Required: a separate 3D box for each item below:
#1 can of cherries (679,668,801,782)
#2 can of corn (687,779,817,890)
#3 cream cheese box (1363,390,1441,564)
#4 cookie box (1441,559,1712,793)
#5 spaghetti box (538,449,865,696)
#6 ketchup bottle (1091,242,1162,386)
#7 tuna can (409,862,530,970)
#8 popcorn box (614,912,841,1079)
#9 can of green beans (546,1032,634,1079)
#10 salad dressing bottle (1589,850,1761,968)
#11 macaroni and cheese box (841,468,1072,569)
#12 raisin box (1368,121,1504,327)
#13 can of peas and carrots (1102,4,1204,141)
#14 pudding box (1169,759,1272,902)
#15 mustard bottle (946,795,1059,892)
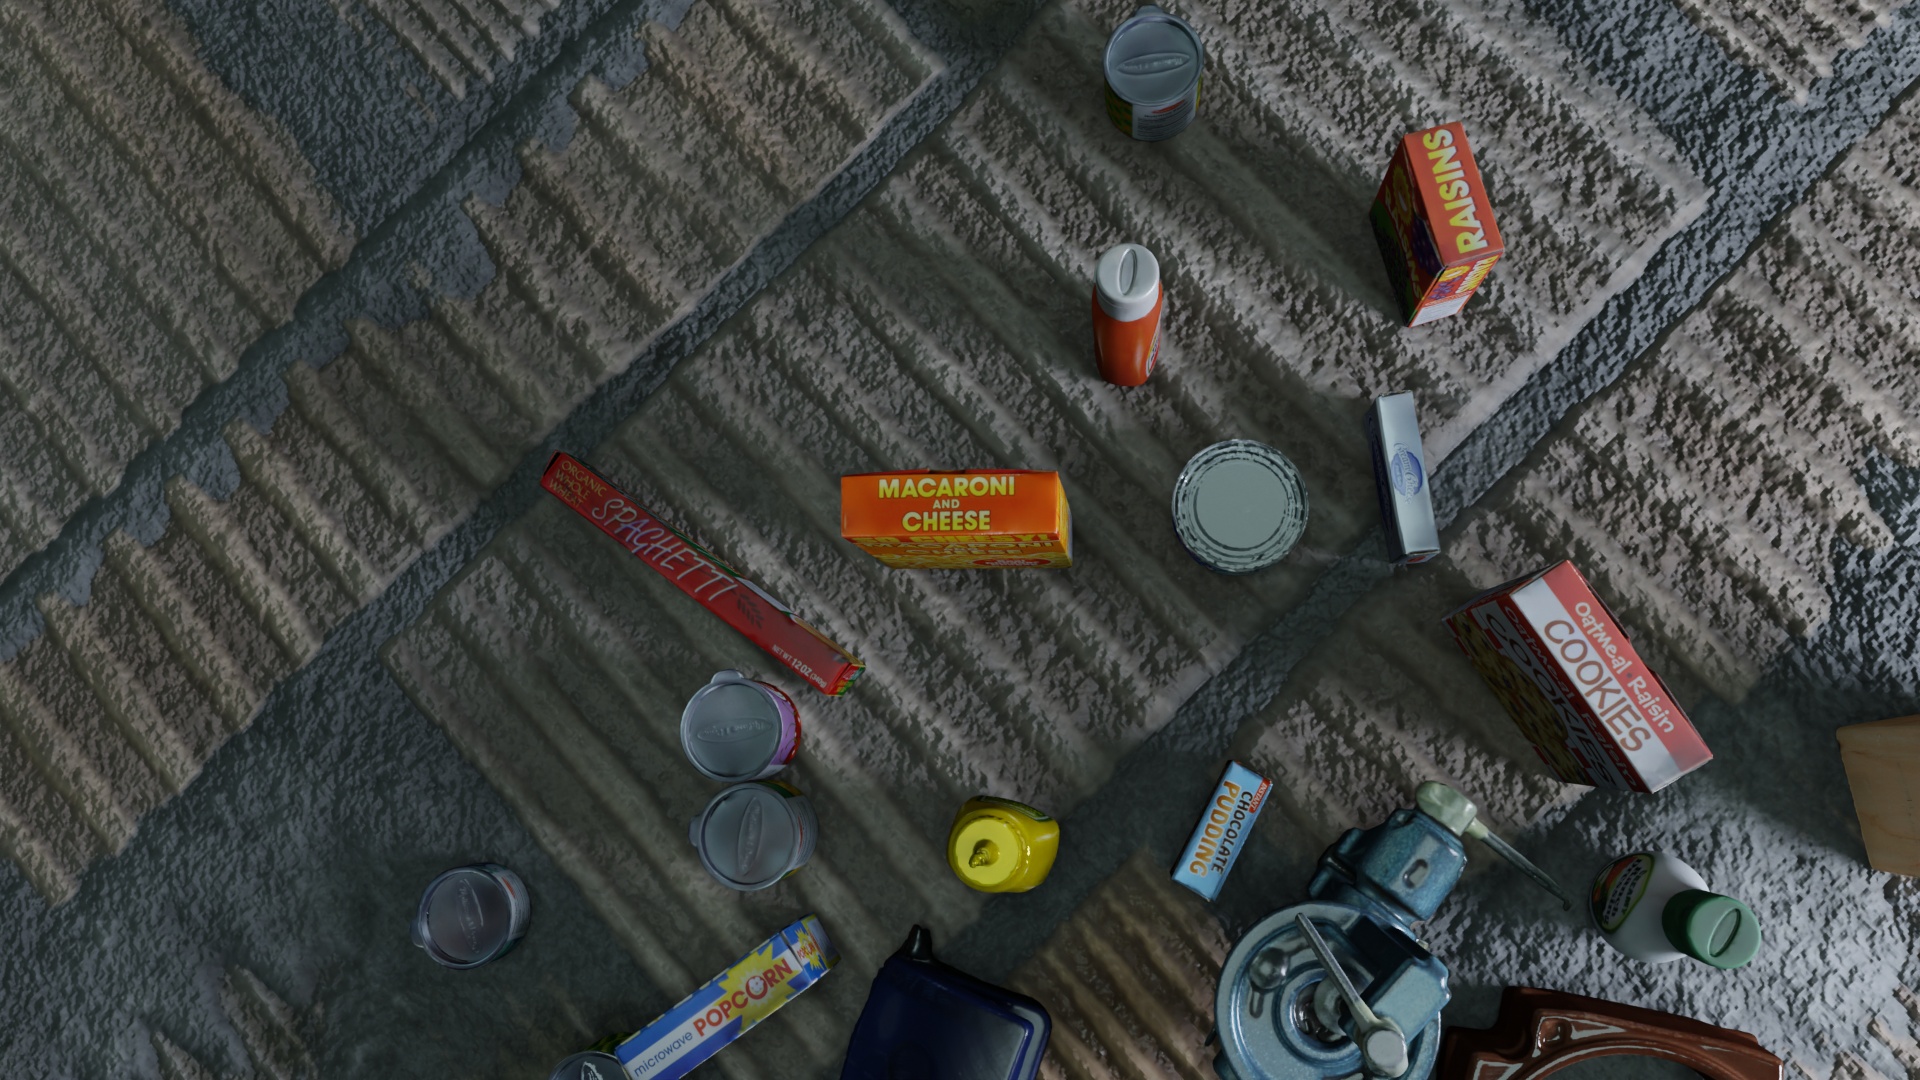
[{"bbox_3d":[-0.141,0.120,0.902,0.071,0.058,0.071,-1,82,7],"label":"can of cherries"},{"bbox_3d":[-0.132,0.187,0.891,0.071,0.058,0.071,-1,82,7],"label":"can of corn"},{"bbox_3d":[0.278,-0.038,0.876,0.024,0.053,0.104,-8,81,6],"label":"cream cheese box"},{"bbox_3d":[0.344,0.079,0.792,0.040,0.167,0.123,-33,79,2],"label":"cookie box"},{"bbox_3d":[-0.173,0.022,0.925,0.250,0.050,0.028,35,88,11],"label":"spaghetti box"},{"bbox_3d":[0.104,-0.143,0.865,0.043,0.148,0.065,7,83,8],"label":"ketchup bottle"},{"bbox_3d":[-0.323,0.248,0.918,0.071,0.033,0.071,-1,81,7],"label":"tuna can"},{"bbox_3d":[-0.142,0.287,0.863,0.127,0.085,0.038,-35,79,1],"label":"popcorn box"},{"bbox_3d":[-0.222,0.350,0.878,0.071,0.058,0.071,-1,82,7],"label":"can of green beans"},{"bbox_3d":[0.398,0.209,0.776,0.044,0.147,0.064,31,87,10],"label":"salad dressing bottle"},{"bbox_3d":[0.003,-0.011,0.849,0.124,0.166,0.040,-1,82,7],"label":"macaroni and cheese box"},{"bbox_3d":[0.292,-0.193,0.862,0.040,0.123,0.086,-14,80,5],"label":"raisin box"},{"bbox_3d":[0.129,-0.313,0.933,0.071,0.058,0.071,-1,82,7],"label":"can of peas and carrots"},{"bbox_3d":[0.161,0.179,0.860,0.030,0.049,0.084,28,86,10],"label":"pudding box"},{"bbox_3d":[0.022,0.180,0.821,0.065,0.160,0.049,16,84,9],"label":"mustard bottle"}]
